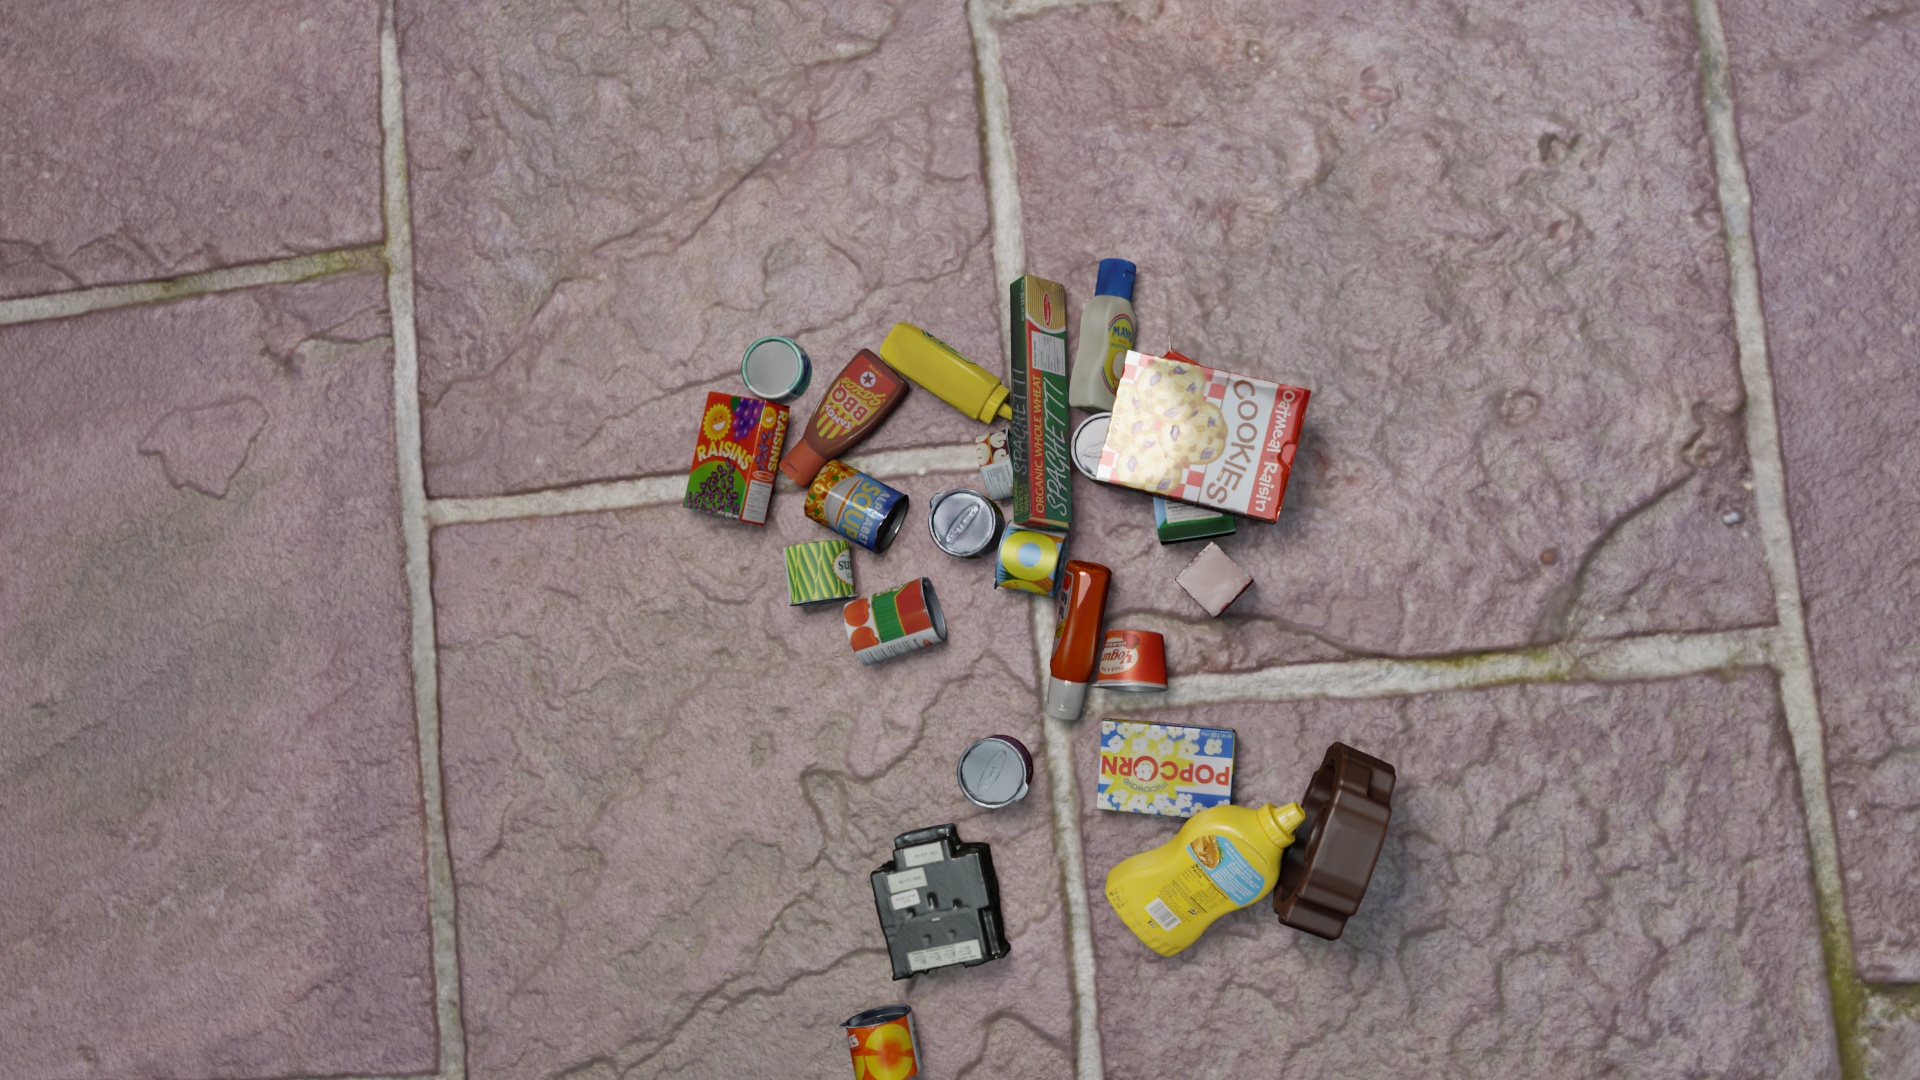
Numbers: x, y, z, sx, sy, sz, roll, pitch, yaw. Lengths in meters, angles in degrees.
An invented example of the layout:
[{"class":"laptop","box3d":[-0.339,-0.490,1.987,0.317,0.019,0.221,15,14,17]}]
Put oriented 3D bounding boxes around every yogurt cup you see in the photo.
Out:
[{"class":"yogurt cup","box3d":[0.163,0.114,1.313,0.072,0.072,0.054,2,79,11]}]

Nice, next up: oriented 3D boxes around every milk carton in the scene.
[{"class":"milk carton","box3d":[0.211,-0.095,1.313,0.073,0.072,0.190,-8,85,9]}]

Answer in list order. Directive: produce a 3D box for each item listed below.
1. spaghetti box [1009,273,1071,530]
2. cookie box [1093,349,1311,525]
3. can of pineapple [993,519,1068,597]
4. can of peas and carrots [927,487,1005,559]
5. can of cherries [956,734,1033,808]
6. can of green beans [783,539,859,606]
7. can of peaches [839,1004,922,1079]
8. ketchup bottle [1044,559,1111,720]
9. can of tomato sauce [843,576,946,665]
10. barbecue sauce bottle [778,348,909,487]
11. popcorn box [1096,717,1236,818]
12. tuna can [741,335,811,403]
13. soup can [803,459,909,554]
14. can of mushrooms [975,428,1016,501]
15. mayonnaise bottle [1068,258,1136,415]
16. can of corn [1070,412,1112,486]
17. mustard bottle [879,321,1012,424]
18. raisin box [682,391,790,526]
[{"class":"spaghetti box","box3d":[0.076,-0.132,1.327,0.028,0.050,0.250,-21,64,53]},{"class":"cookie box","box3d":[0.217,-0.093,1.254,0.167,0.040,0.123,14,89,10]},{"class":"can of pineapple","box3d":[0.068,0.020,1.335,0.058,0.071,0.071,12,89,11]},{"class":"can of peas and carrots","box3d":[0.005,-0.017,1.354,0.071,0.059,0.071,-1,86,12]},{"class":"can of cherries","box3d":[0.036,0.223,1.332,0.071,0.058,0.071,-1,85,10]},{"class":"can of green beans","box3d":[-0.140,0.032,1.374,0.071,0.071,0.058,-8,85,10]},{"class":"can of peaches","box3d":[-0.076,0.484,1.330,0.071,0.071,0.058,-13,85,10]},{"class":"ketchup bottle","box3d":[0.111,0.095,1.326,0.043,0.065,0.148,9,97,-2]},{"class":"can of tomato sauce","box3d":[-0.064,0.078,1.357,0.083,0.071,0.071,-19,83,10]},{"class":"barbecue sauce bottle","box3d":[-0.121,-0.119,1.393,0.065,0.043,0.148,43,95,10]},{"class":"popcorn box","box3d":[0.194,0.216,1.312,0.127,0.038,0.085,4,88,11]},{"class":"tuna can","box3d":[-0.187,-0.177,1.415,0.071,0.033,0.071,-1,87,11]},{"class":"soup can","box3d":[-0.103,-0.034,1.369,0.084,0.071,0.071,27,92,12]},{"class":"can of mushrooms","box3d":[0.039,-0.075,1.349,0.033,0.071,0.071,-15,84,11]},{"class":"mayonnaise bottle","box3d":[0.142,-0.196,1.339,0.041,0.065,0.148,4,84,44]},{"class":"can of corn","box3d":[0.142,-0.084,1.332,0.071,0.058,0.071,-1,86,11]},{"class":"mustard bottle","box3d":[-0.002,-0.157,1.365,0.160,0.065,0.048,33,98,5]},{"class":"raisin box","box3d":[-0.225,-0.083,1.398,0.086,0.040,0.123,12,89,37]}]
